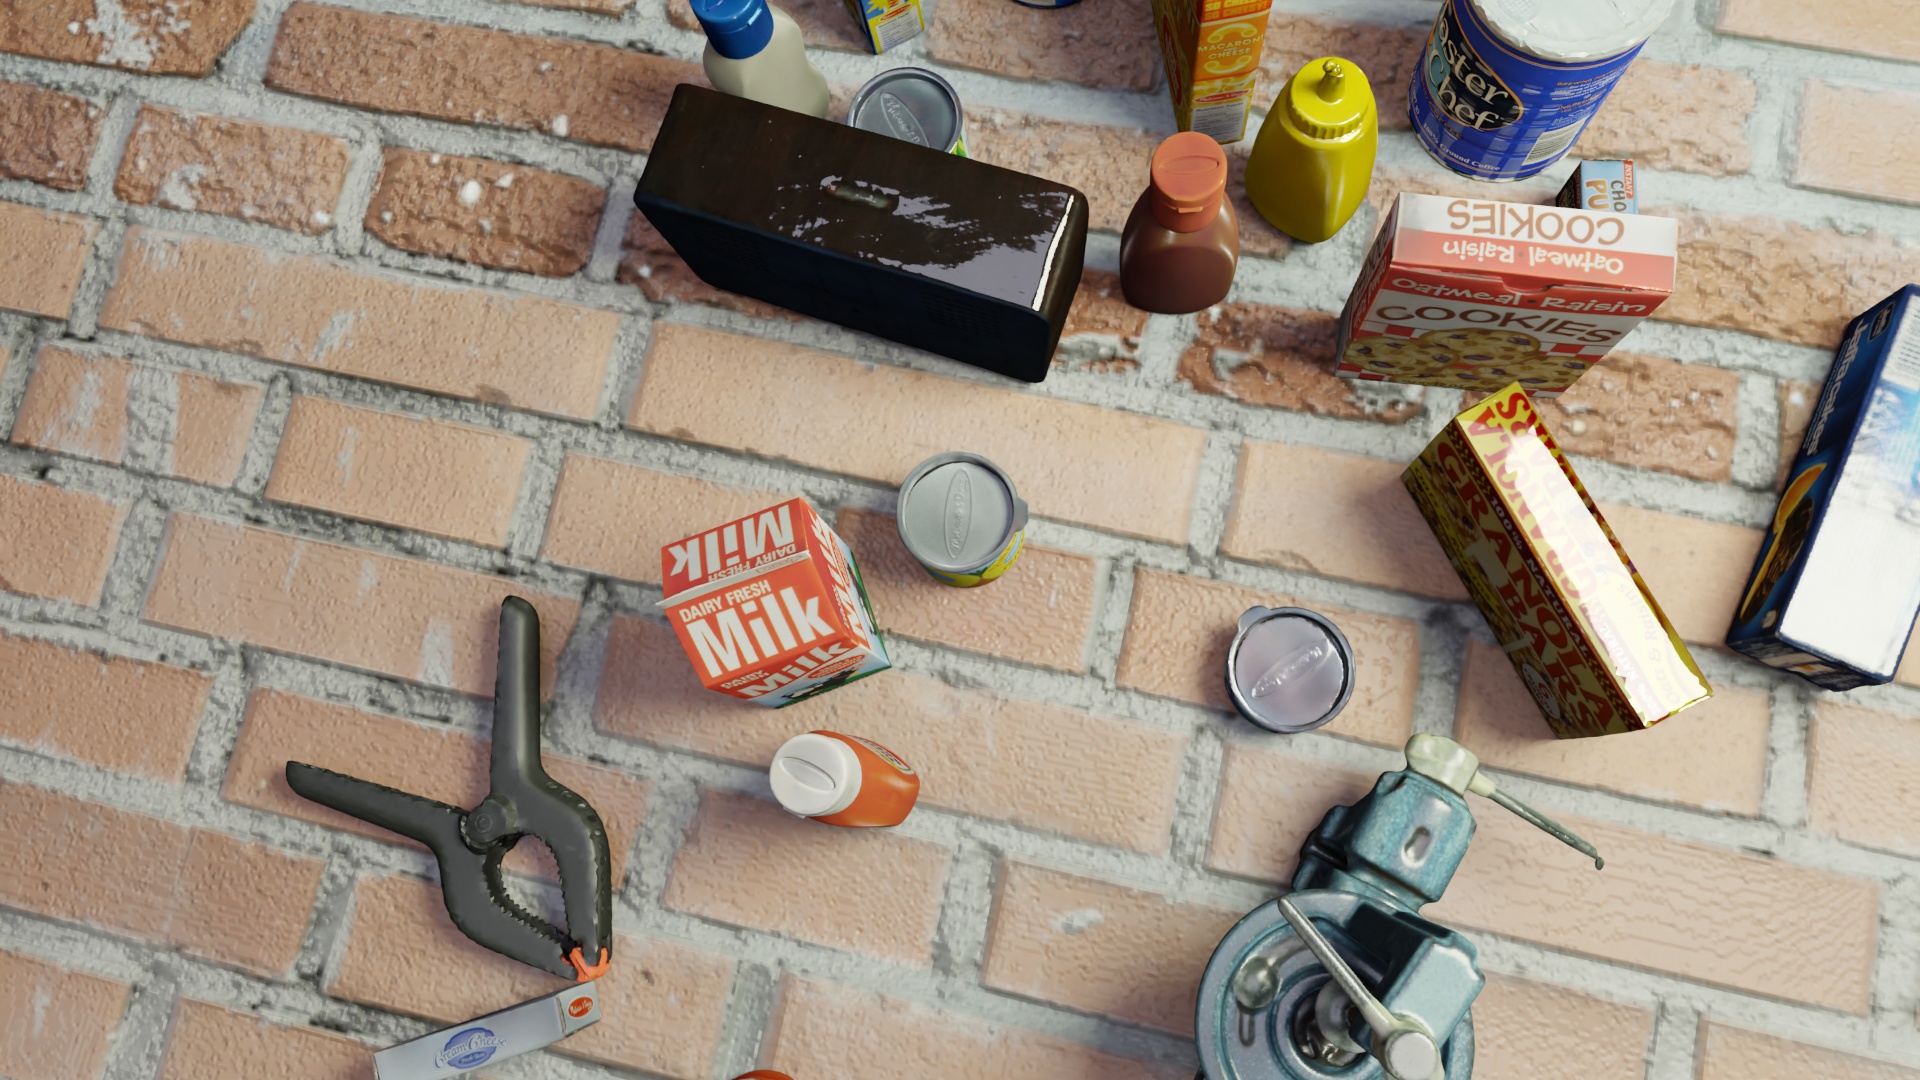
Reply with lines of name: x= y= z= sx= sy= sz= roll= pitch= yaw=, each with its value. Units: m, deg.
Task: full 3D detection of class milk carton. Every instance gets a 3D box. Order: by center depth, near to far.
milk carton: x=-0.091 y=0.033 z=0.691 sx=0.072 sy=0.190 sz=0.073 roll=-21 pitch=78 yaw=2

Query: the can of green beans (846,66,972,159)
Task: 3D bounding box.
can of green beans: x=-0.028 y=-0.230 z=0.805 sx=0.071 sy=0.057 sz=0.071 roll=-1 pitch=79 yaw=6

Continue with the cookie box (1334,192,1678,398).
cookie box: x=0.263 y=-0.117 z=0.696 sx=0.123 sy=0.167 sz=0.040 roll=7 pitch=80 yaw=7

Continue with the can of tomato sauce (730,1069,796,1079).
can of tomato sauce: x=-0.106 y=0.305 z=0.694 sx=0.071 sy=0.083 sz=0.071 roll=-1 pitch=79 yaw=6

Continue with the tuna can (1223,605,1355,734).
tuna can: x=0.172 y=0.068 z=0.738 sx=0.071 sy=0.033 sz=0.071 roll=-1 pitch=79 yaw=6

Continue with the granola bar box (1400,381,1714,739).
granola bar box: x=0.287 y=0.016 z=0.689 sx=0.039 sy=0.124 sz=0.166 roll=-27 pitch=77 yaw=1

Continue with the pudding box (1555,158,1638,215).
pudding box: x=0.347 y=-0.159 z=0.756 sx=0.030 sy=0.049 sz=0.084 roll=2 pitch=79 yaw=7

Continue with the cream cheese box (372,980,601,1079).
cream cheese box: x=-0.248 y=0.262 z=0.732 sx=0.104 sy=0.053 sz=0.024 roll=-18 pitch=78 yaw=2

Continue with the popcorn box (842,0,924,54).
popcorn box: x=-0.069 y=-0.364 z=0.822 sx=0.038 sy=0.085 sz=0.127 roll=-29 pitch=77 yaw=0

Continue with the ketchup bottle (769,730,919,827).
ketchup bottle: x=-0.061 y=0.119 z=0.692 sx=0.065 sy=0.148 sz=0.043 roll=24 pitch=83 yaw=10

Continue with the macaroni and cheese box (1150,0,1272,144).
macaroni and cheese box: x=0.130 y=-0.305 z=0.748 sx=0.040 sy=0.166 sz=0.124 roll=-11 pitch=78 yaw=4

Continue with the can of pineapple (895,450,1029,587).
can of pineapple: x=0.003 y=-0.010 z=0.758 sx=0.071 sy=0.058 sz=0.071 roll=-1 pitch=79 yaw=6

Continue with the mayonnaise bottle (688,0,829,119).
mayonnaise bottle: x=-0.113 y=-0.266 z=0.775 sx=0.041 sy=0.148 sz=0.065 roll=34 pitch=85 yaw=11

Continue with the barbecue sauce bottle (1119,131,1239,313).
barbecue sauce bottle: x=0.116 y=-0.164 z=0.730 sx=0.065 sy=0.148 sz=0.044 roll=-2 pitch=79 yaw=6

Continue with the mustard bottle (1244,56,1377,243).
mustard bottle: x=0.187 y=-0.210 z=0.726 sx=0.065 sy=0.160 sz=0.049 roll=36 pitch=85 yaw=11
